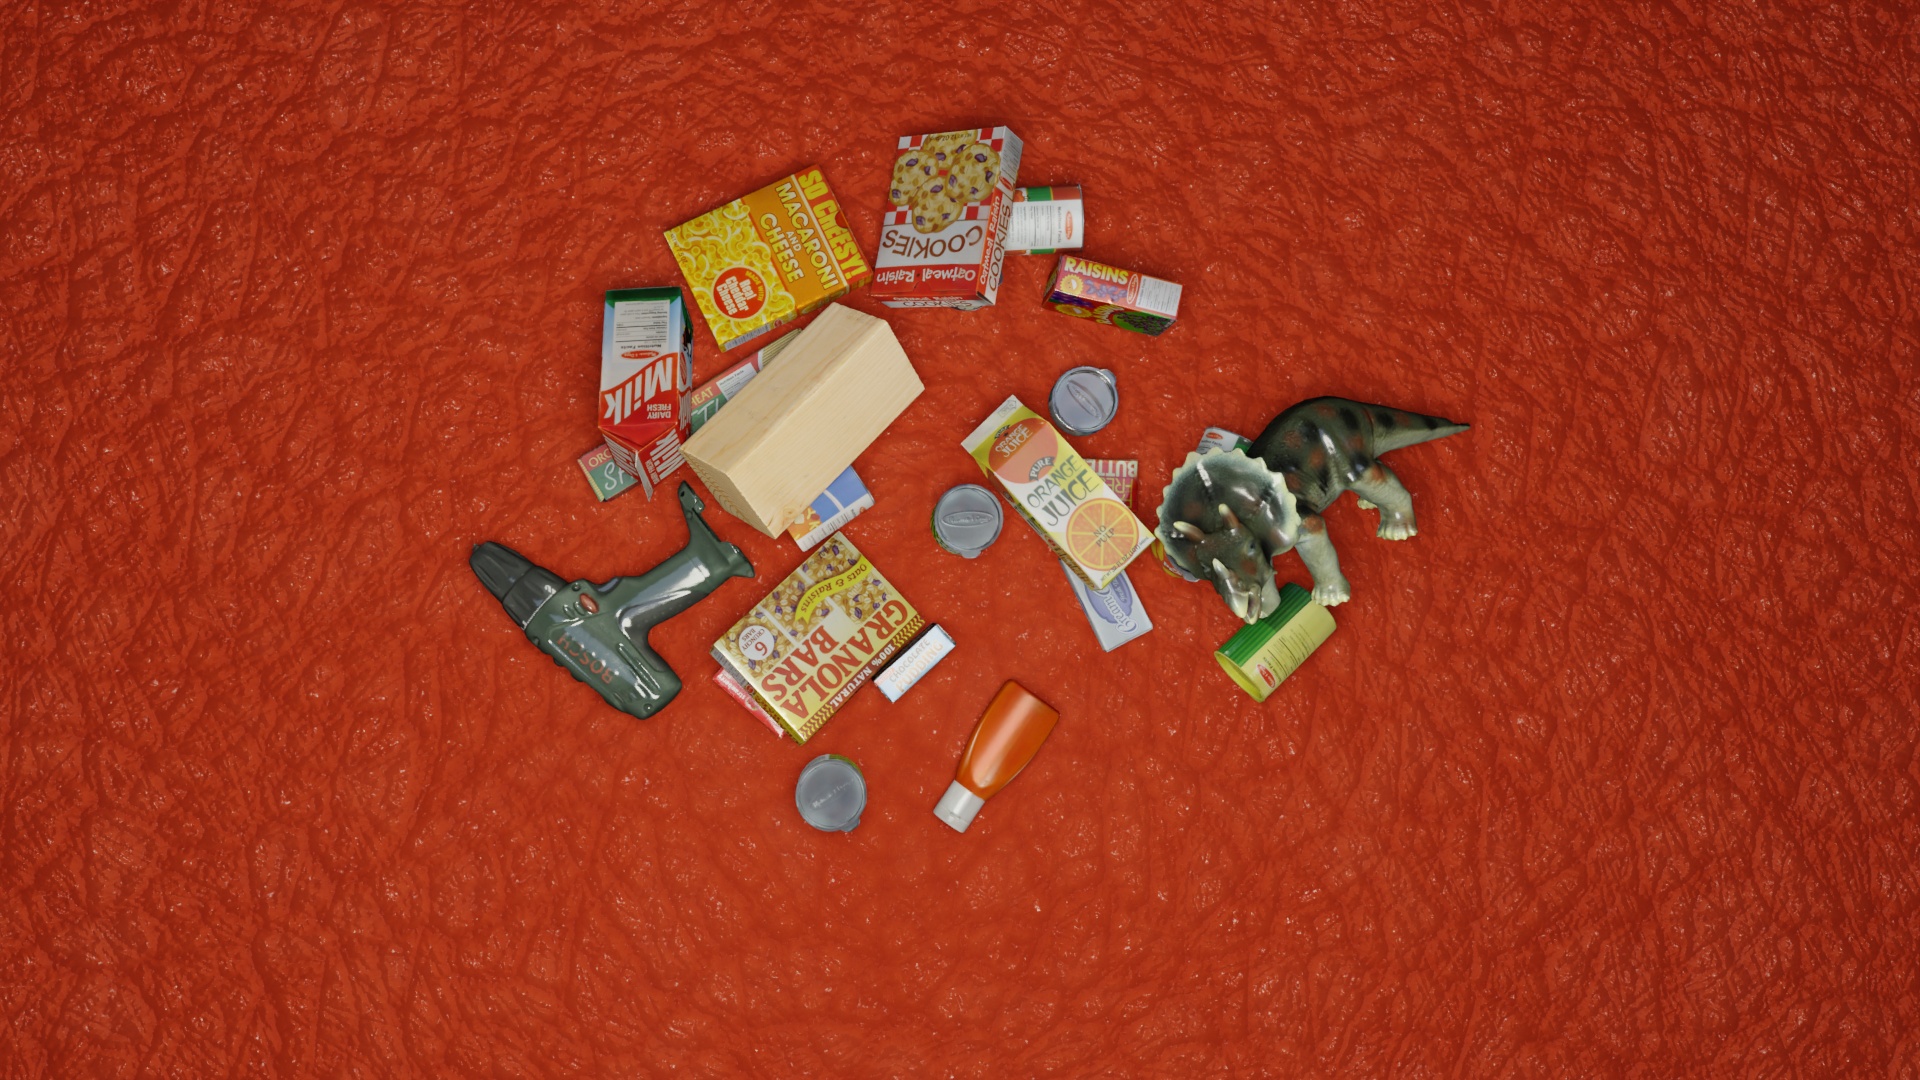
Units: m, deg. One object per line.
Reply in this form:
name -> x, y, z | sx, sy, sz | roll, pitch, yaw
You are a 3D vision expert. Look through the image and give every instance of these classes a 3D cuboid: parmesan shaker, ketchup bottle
parmesan shaker -> 0.309, 0.100, 1.359 | 0.103, 0.071, 0.071 | -43, 91, -7
ketchup bottle -> 0.030, 0.209, 1.335 | 0.065, 0.043, 0.149 | 36, 84, -1

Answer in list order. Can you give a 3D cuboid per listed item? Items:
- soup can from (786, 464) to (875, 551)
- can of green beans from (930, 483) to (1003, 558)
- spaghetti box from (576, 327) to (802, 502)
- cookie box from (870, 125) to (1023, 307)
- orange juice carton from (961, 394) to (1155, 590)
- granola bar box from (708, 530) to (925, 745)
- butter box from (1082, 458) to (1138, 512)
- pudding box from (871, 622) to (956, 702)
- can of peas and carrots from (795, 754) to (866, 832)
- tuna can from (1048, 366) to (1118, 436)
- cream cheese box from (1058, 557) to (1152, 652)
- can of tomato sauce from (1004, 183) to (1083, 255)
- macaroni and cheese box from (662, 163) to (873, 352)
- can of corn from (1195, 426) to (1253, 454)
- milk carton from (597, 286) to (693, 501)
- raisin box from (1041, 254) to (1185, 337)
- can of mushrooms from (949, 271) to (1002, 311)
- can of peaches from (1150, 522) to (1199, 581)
soup can -> -0.136, -0.041, 1.328 | 0.084, 0.071, 0.071 | -35, 90, -6
can of green beans -> 0.005, -0.019, 1.342 | 0.071, 0.058, 0.071 | 0, 86, -5
spaghetti box -> -0.249, -0.121, 1.342 | 0.250, 0.028, 0.050 | -32, 89, -7
cookie box -> -0.014, -0.309, 1.334 | 0.123, 0.040, 0.167 | 4, 80, 32
orange juice carton -> 0.090, -0.045, 1.319 | 0.072, 0.073, 0.192 | -43, 90, -5
granola bar box -> -0.134, 0.091, 1.307 | 0.124, 0.039, 0.166 | 46, 65, 0
butter box -> 0.124, -0.055, 1.373 | 0.103, 0.024, 0.053 | 2, 87, -5
pudding box -> -0.045, 0.116, 1.332 | 0.084, 0.049, 0.030 | -42, 92, -6
can of peas and carrots -> -0.120, 0.239, 1.311 | 0.071, 0.058, 0.071 | 0, 87, -5
tuna can -> 0.123, -0.139, 1.375 | 0.071, 0.033, 0.071 | 0, 86, -5
cream cheese box -> 0.143, 0.052, 1.366 | 0.053, 0.024, 0.104 | -26, 88, -6
can of tomato sauce -> 0.076, -0.315, 1.367 | 0.083, 0.071, 0.071 | -4, 86, -2
macaroni and cheese box -> -0.185, -0.275, 1.354 | 0.167, 0.040, 0.123 | -26, 89, -6
can of corn -> 0.261, -0.070, 1.367 | 0.071, 0.071, 0.058 | 26, 85, -3
milk carton -> -0.290, -0.136, 1.285 | 0.073, 0.072, 0.191 | -3, 64, -2
raisin box -> 0.147, -0.239, 1.358 | 0.123, 0.086, 0.040 | 13, 87, -4
can of mushrooms -> 0.008, -0.263, 1.374 | 0.071, 0.033, 0.071 | 0, 85, -5
can of peaches -> 0.224, 0.006, 1.361 | 0.071, 0.058, 0.071 | 0, 86, -6
